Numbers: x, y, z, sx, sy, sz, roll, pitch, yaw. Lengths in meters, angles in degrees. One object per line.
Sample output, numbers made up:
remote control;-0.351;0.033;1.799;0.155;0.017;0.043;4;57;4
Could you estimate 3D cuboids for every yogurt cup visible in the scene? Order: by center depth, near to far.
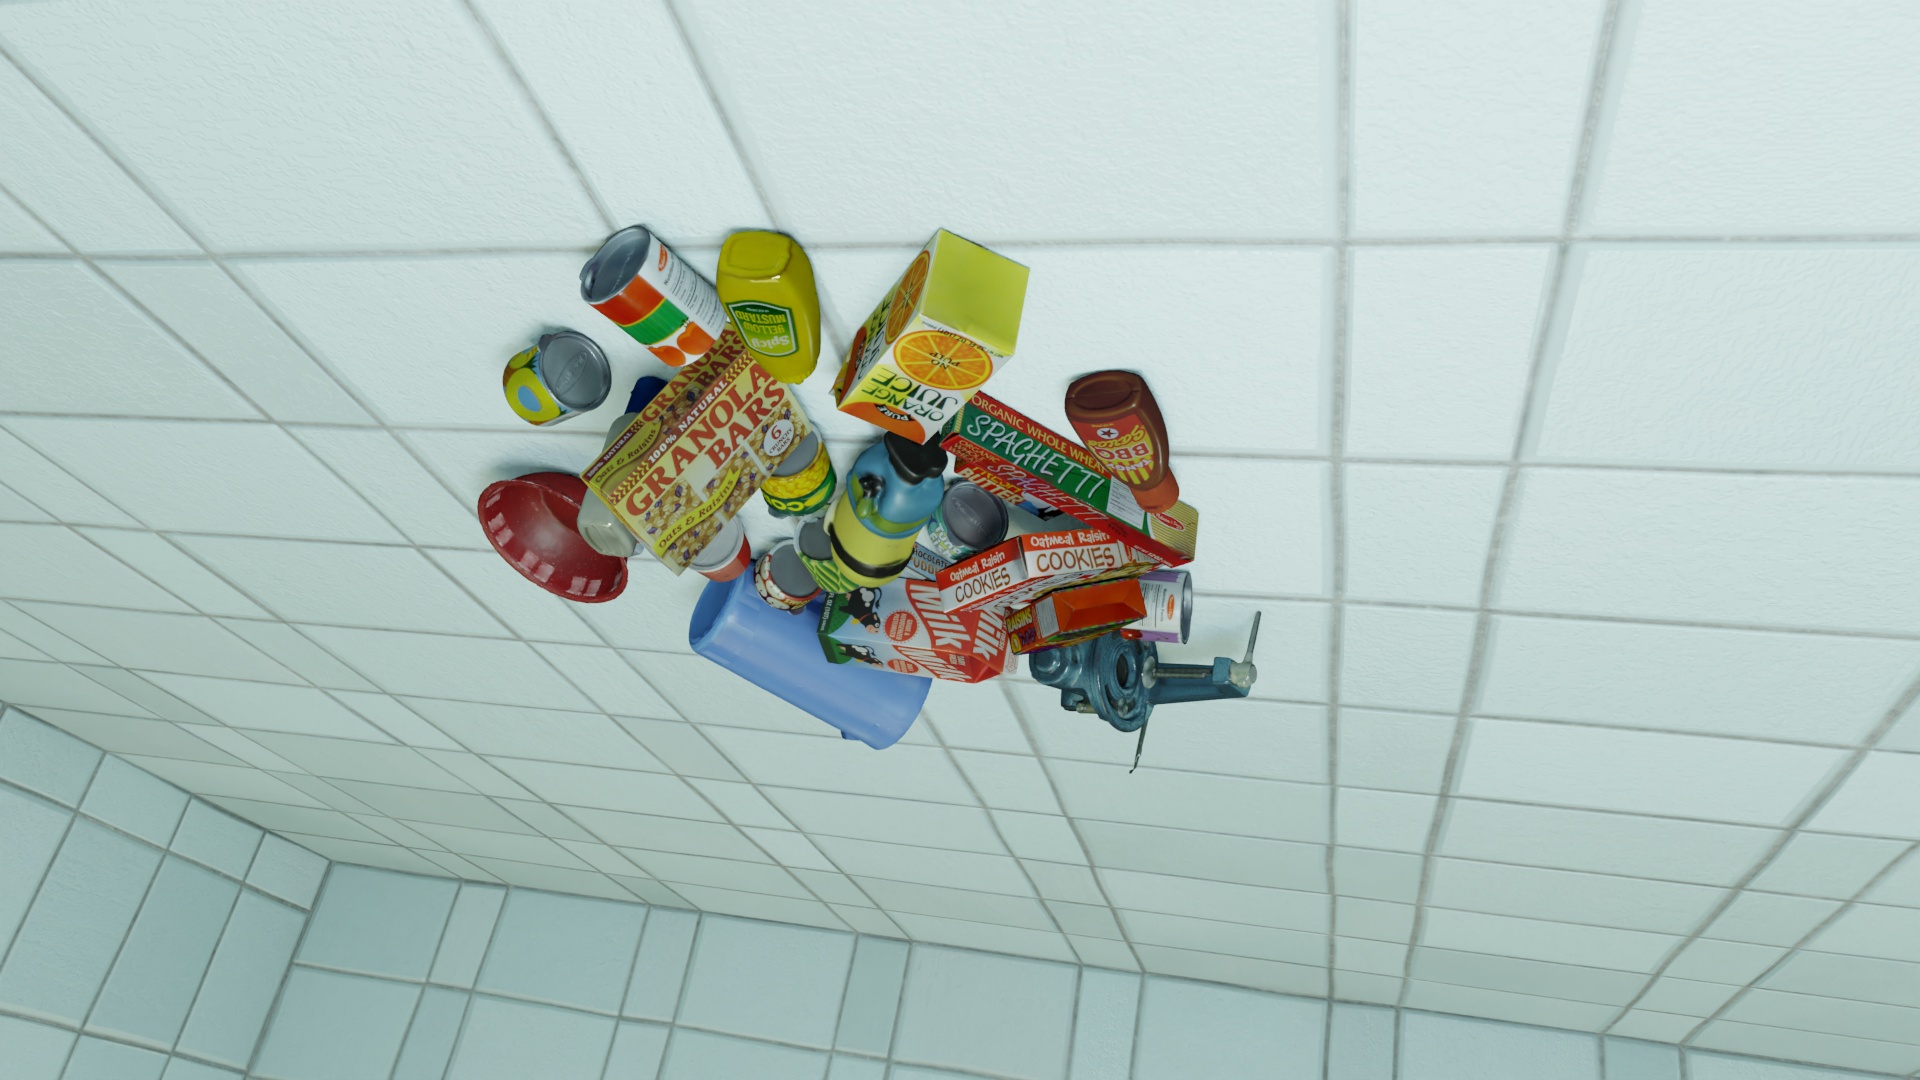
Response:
yogurt cup;-0.237;0.006;1.347;0.072;0.072;0.053;6;160;11

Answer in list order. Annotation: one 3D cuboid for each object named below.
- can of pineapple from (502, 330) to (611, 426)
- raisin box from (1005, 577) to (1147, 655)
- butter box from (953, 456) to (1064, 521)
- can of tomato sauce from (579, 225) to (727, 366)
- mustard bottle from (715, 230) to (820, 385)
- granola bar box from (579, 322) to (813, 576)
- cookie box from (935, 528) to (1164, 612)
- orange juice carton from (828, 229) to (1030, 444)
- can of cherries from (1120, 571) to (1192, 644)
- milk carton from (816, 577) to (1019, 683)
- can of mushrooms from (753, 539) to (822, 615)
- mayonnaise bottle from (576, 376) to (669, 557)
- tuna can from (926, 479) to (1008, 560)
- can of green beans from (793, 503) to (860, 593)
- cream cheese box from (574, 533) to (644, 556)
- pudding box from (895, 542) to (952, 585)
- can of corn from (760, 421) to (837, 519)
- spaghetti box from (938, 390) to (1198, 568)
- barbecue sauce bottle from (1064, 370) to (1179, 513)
can of pineapple;-0.326;-0.131;1.117;0.057;0.071;0.071;-14;143;40
raisin box;0.102;0.070;1.250;0.086;0.040;0.123;-10;170;-21
butter box;0.050;-0.053;1.163;0.103;0.024;0.053;27;148;-28
can of tomato sauce;-0.219;-0.172;0.993;0.071;0.071;0.083;-9;147;34
mustard bottle;-0.131;-0.157;1.008;0.065;0.049;0.159;6;152;11
granola bar box;-0.201;-0.070;1.081;0.039;0.166;0.123;31;163;30
cookie box;0.080;0.023;1.204;0.168;0.040;0.122;-5;167;-38
orange juice carton;-0.030;-0.132;0.991;0.072;0.073;0.192;21;152;-19
can of cherries;0.182;0.062;1.287;0.058;0.072;0.071;3;151;17
milk carton;-0.035;0.086;1.340;0.191;0.072;0.073;7;152;8
can of mushrooms;-0.166;0.036;1.367;0.071;0.071;0.033;23;149;-22
mayonnaise bottle;-0.268;-0.064;1.129;0.041;0.149;0.064;7;152;10
tuna can;0.004;-0.015;1.202;0.071;0.071;0.032;23;151;-21
can of green beans;-0.116;0.007;1.297;0.071;0.071;0.057;3;151;16
cream cheese box;-0.377;0.001;1.433;0.103;0.024;0.053;-13;143;38
pudding box;-0.047;0.028;1.350;0.083;0.030;0.049;32;145;-34
can of corn;-0.143;-0.061;1.173;0.071;0.071;0.058;6;151;11
spaghetti box;0.092;-0.049;1.126;0.250;0.050;0.028;26;148;-26
barbecue sauce bottle;0.133;-0.073;1.073;0.065;0.044;0.148;-4;149;25
